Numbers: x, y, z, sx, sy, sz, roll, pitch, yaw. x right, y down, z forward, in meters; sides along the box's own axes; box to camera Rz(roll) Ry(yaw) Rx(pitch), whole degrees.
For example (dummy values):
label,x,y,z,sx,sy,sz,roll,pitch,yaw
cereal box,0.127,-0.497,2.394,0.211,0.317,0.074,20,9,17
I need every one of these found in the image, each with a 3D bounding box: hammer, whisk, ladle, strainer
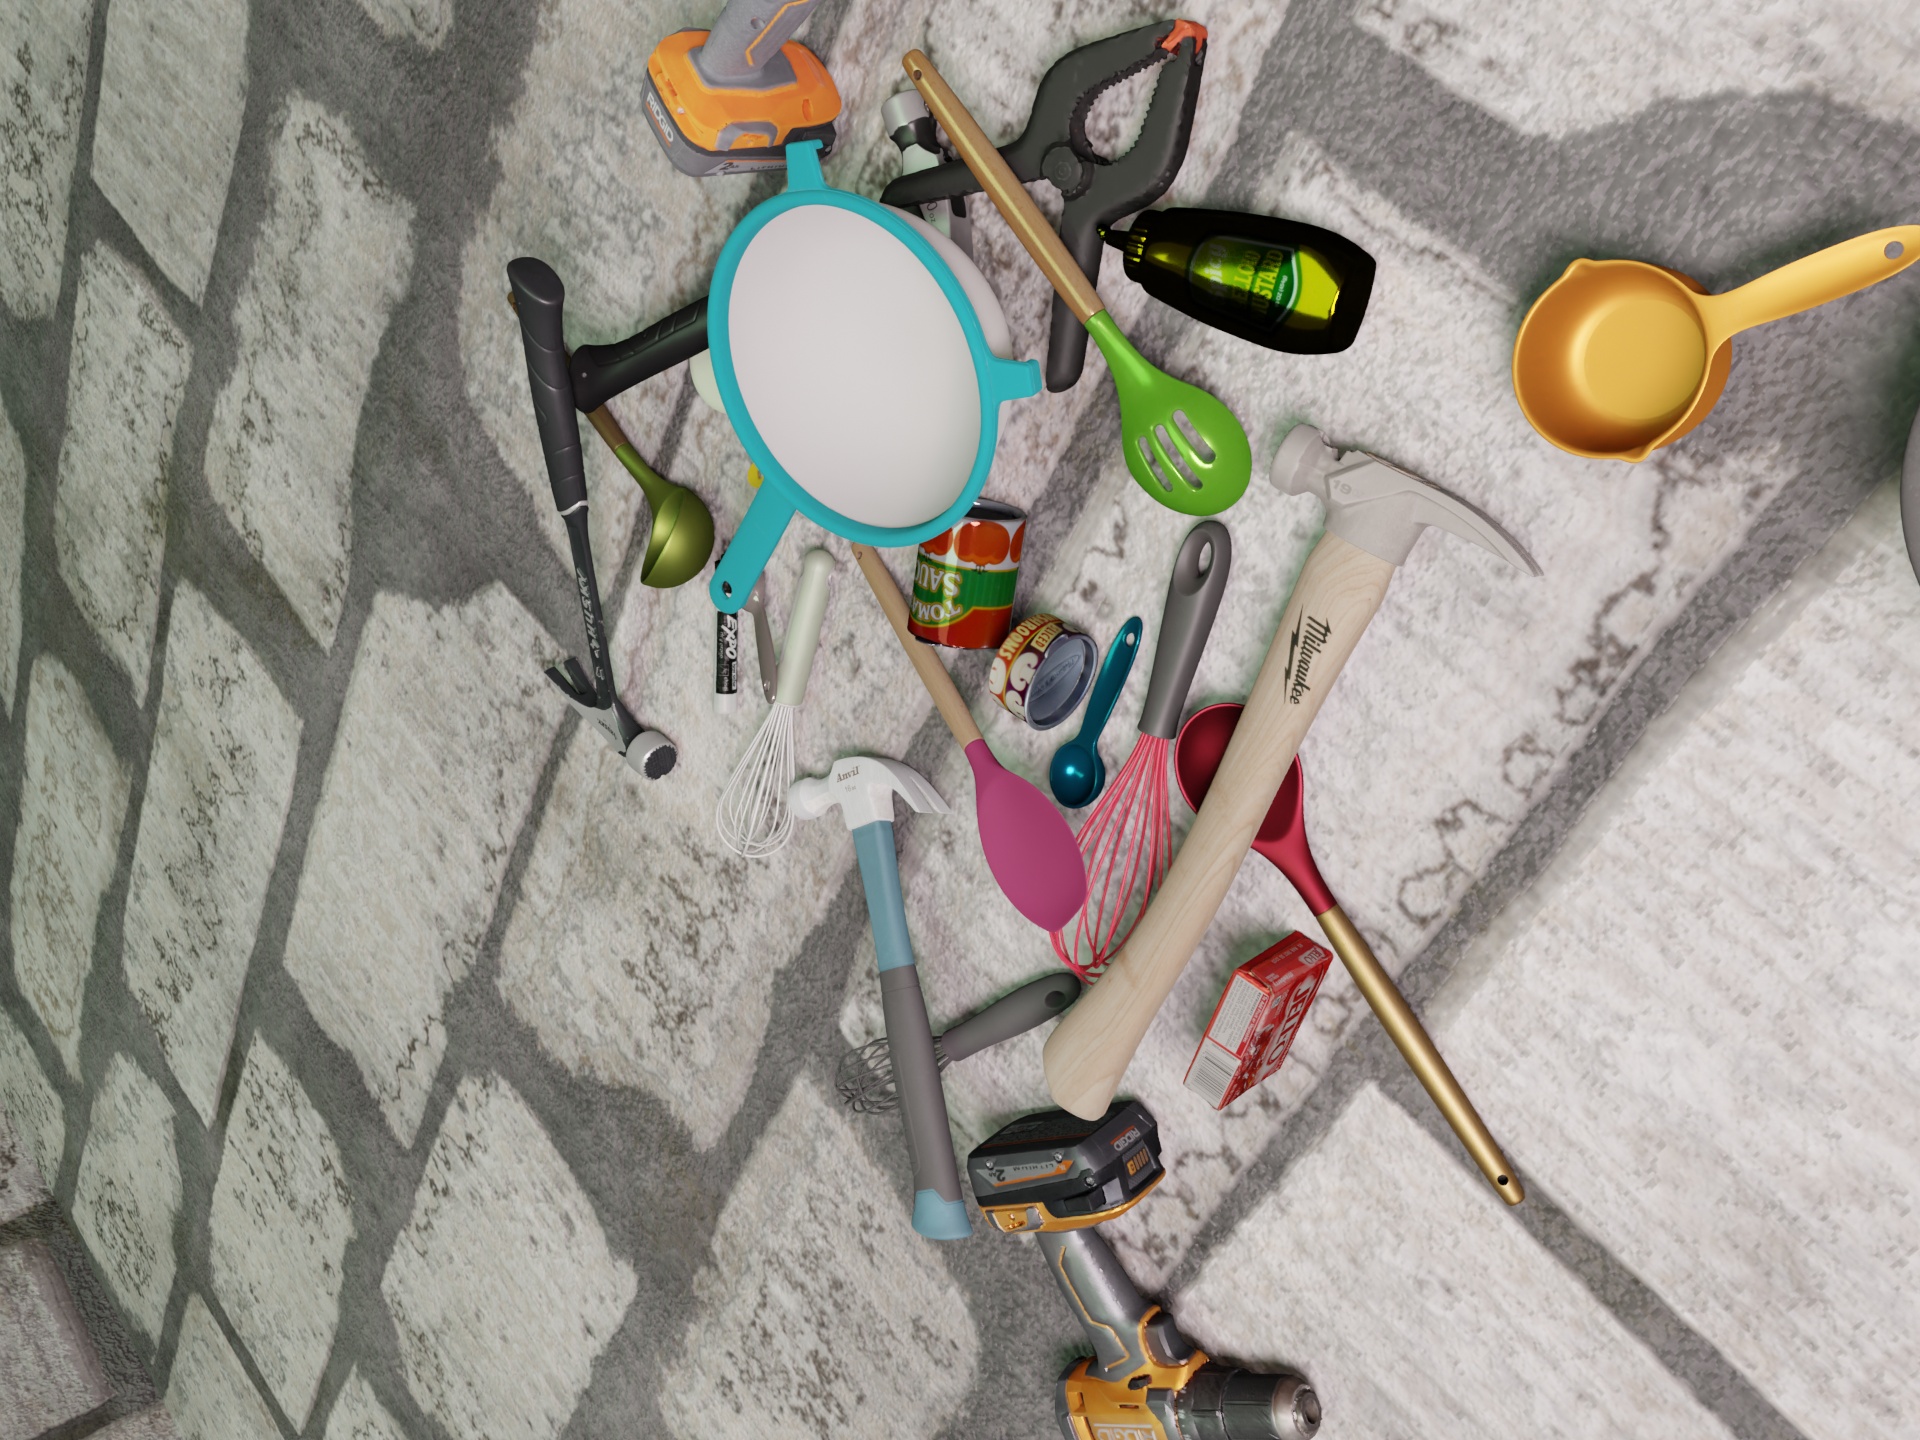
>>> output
label,x,y,z,sx,sy,sz,roll,pitch,yaw
hammer,-0.137,-0.276,1.061,0.335,0.035,0.146,-18,90,30
hammer,-0.287,-0.145,1.183,0.149,0.036,0.408,34,140,35
whisk,-0.129,-0.008,1.153,0.059,0.058,0.246,17,110,1
whisk,0.110,0.025,0.944,0.073,0.073,0.295,25,109,35
ladle,0.220,0.128,0.887,0.069,0.031,0.315,-34,79,13
whisk,-0.005,0.221,1.098,0.239,0.055,0.055,-34,77,36
ladle,-0.284,-0.227,1.229,0.320,0.062,0.078,53,126,22
strainer,-0.070,-0.183,0.989,0.211,0.095,0.340,47,139,6
hammer,-0.041,0.183,1.082,0.128,0.033,0.331,-23,71,38
hammer,0.156,0.055,0.871,0.146,0.038,0.410,32,111,23

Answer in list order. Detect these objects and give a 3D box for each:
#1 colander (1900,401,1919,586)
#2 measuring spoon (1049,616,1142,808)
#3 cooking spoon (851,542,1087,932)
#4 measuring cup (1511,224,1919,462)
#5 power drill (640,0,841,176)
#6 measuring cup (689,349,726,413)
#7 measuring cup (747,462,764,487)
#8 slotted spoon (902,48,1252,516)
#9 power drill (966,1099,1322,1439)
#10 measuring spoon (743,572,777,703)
label,x,y,z,sx,sy,sz,roll,pitch,yaw
colander,0.478,-0.160,0.568,0.205,0.094,0.397,14,91,39
measuring spoon,0.091,-0.004,0.982,0.042,0.021,0.128,38,114,44
cooking spoon,-0.002,-0.003,1.011,0.068,0.017,0.319,-52,53,32
measuring cup,0.335,-0.175,0.702,0.173,0.052,0.095,-18,88,40
power drill,-0.089,-0.436,0.959,0.084,0.164,0.226,62,143,12
measuring cup,-0.136,-0.279,1.097,0.083,0.038,0.167,57,132,16
measuring cup,-0.101,-0.188,1.105,0.156,0.029,0.062,-13,92,54
slotted spoon,0.059,-0.247,0.895,0.070,0.031,0.314,-35,88,34
power drill,0.115,0.360,1.002,0.185,0.084,0.226,-20,91,42
measuring spoon,-0.148,-0.062,1.139,0.034,0.018,0.124,-52,40,40
